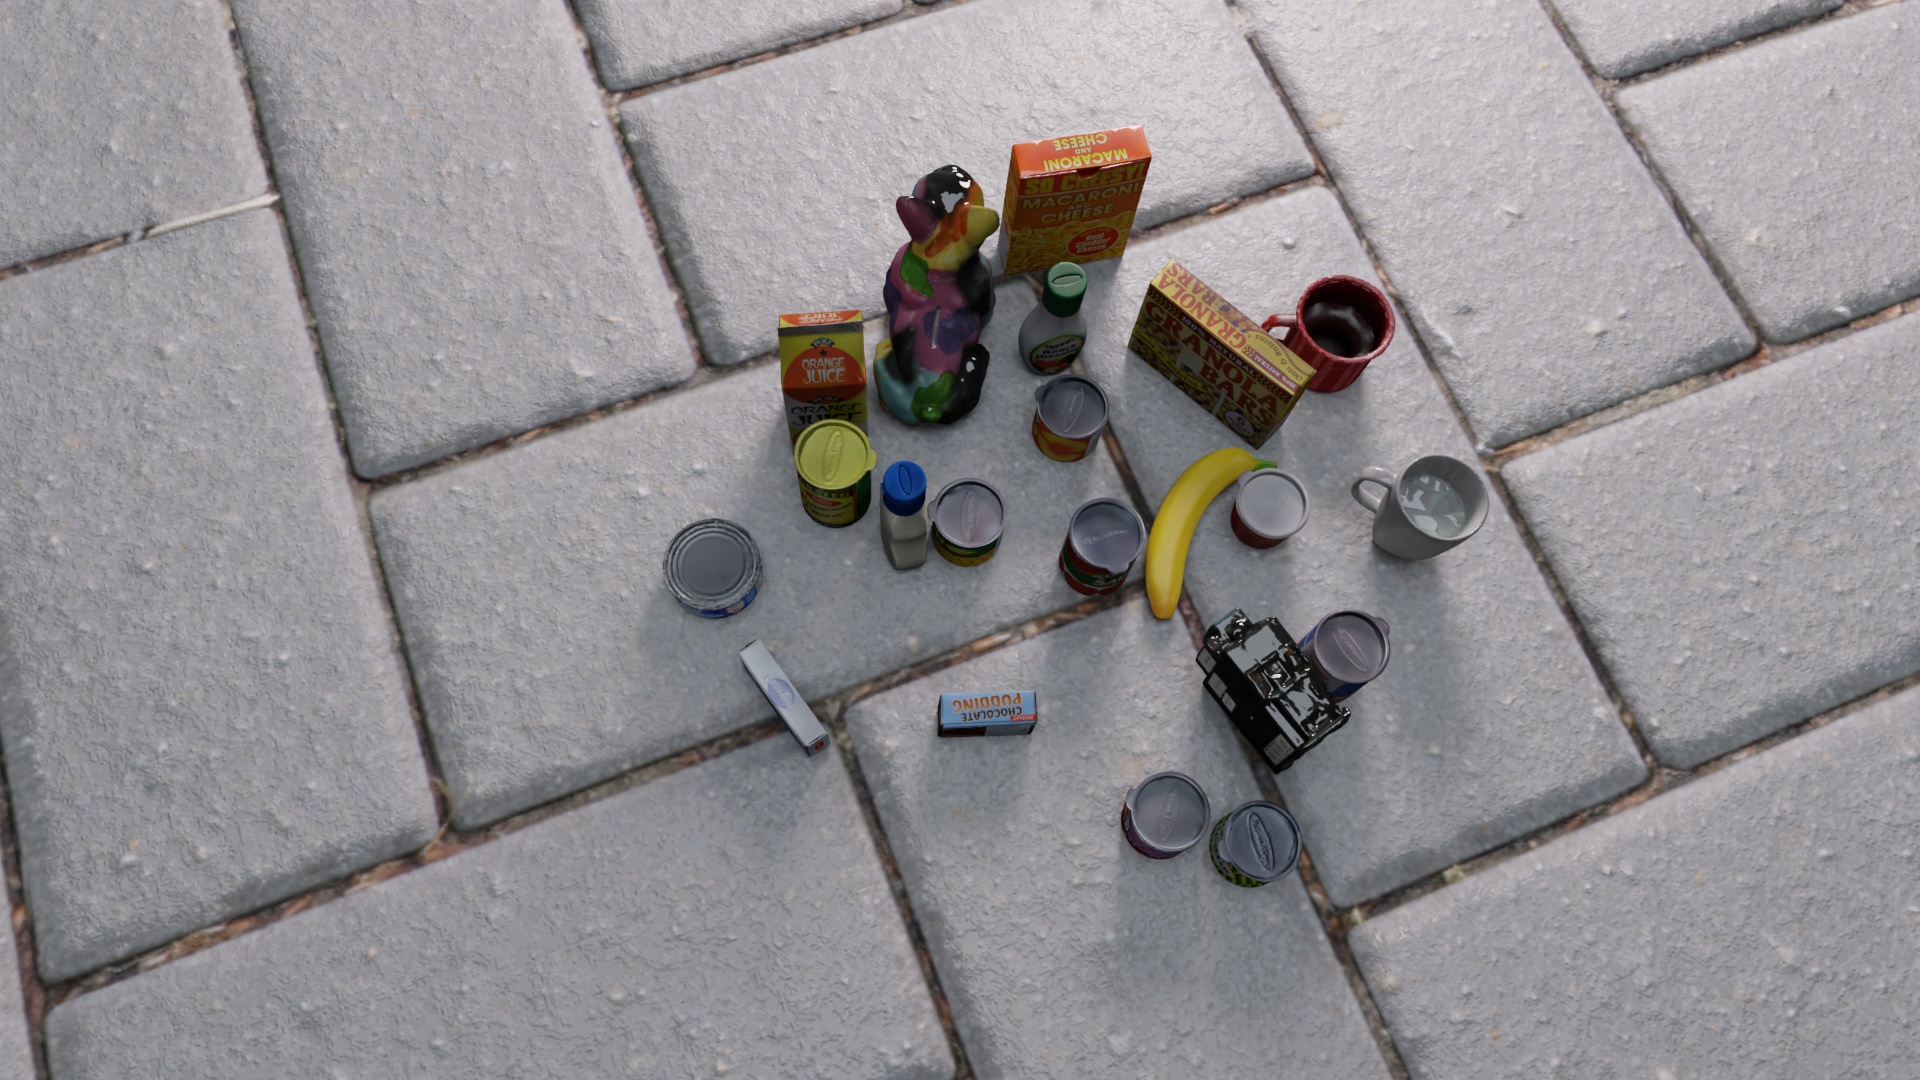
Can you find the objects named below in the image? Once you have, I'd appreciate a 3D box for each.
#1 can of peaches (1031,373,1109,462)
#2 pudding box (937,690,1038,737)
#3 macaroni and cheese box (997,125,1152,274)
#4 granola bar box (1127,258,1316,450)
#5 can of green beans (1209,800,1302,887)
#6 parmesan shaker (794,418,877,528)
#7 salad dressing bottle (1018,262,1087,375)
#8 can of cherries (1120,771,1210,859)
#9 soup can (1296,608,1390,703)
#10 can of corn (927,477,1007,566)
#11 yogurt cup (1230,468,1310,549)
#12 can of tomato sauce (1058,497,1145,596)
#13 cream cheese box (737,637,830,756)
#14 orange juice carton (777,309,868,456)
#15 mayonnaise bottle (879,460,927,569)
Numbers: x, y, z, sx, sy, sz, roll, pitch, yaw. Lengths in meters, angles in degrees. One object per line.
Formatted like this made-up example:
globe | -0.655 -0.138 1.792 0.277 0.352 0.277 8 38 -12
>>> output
can of peaches | 0.099 -0.114 1.292 0.071 0.058 0.071 1 70 -3
pudding box | 0.022 0.150 1.196 0.084 0.049 0.030 -2 71 -4
macaroni and cheese box | 0.105 -0.317 1.309 0.124 0.166 0.040 -11 71 -7
granola bar box | 0.237 -0.169 1.285 0.166 0.123 0.039 41 73 11
can of green beans | 0.247 0.256 1.166 0.071 0.057 0.071 1 70 -3
parmesan shaker | -0.109 -0.057 1.236 0.071 0.102 0.071 1 70 -3
salad dressing bottle | 0.088 -0.203 1.277 0.064 0.147 0.044 -13 72 -7
can of cherries | 0.170 0.231 1.170 0.071 0.058 0.072 1 70 -3
soup can | 0.331 0.101 1.213 0.071 0.083 0.071 1 70 -3
can of corn | 0.004 -0.016 1.251 0.071 0.058 0.071 1 70 -3
yogurt cup | 0.280 -0.026 1.272 0.072 0.053 0.072 1 70 -3
can of tomato sauce | 0.125 0.009 1.236 0.071 0.082 0.071 1 70 -3
cream cheese box | -0.151 0.136 1.190 0.024 0.053 0.104 -35 76 -14
orange juice carton | -0.119 -0.144 1.219 0.072 0.192 0.073 -4 71 -4
mayonnaise bottle | -0.049 -0.025 1.203 0.041 0.147 0.065 -11 71 -7
